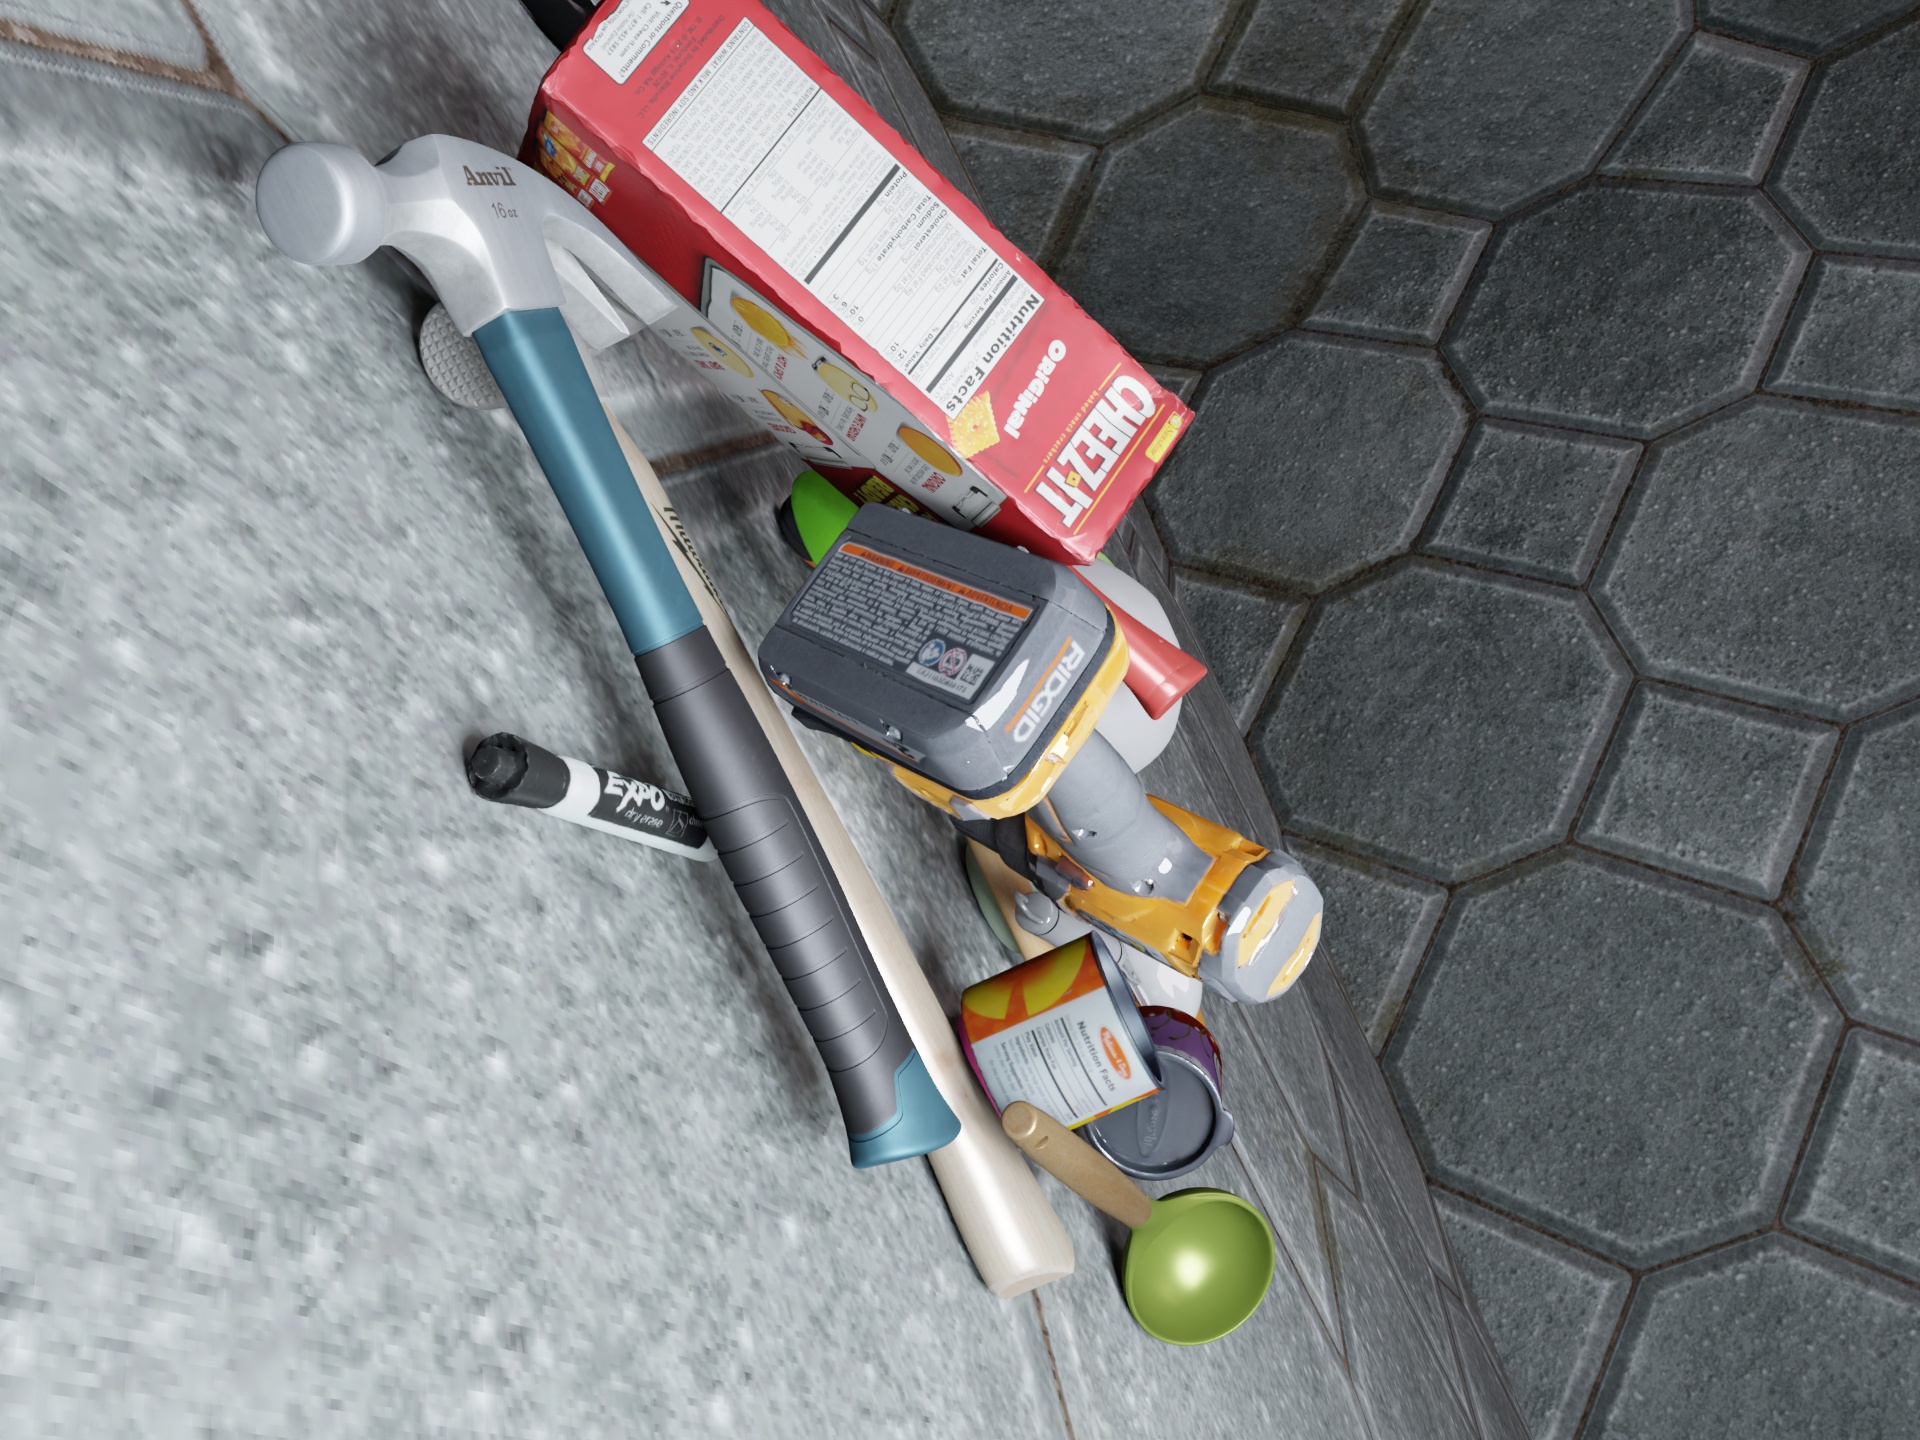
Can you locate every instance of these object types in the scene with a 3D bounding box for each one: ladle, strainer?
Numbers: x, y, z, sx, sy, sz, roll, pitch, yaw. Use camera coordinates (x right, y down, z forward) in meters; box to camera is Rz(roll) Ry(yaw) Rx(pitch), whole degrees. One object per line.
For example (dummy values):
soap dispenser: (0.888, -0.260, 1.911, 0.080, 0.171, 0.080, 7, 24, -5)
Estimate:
ladle: (0.075, 0.206, 0.654, 0.062, 0.078, 0.319, 44, -5, 31)
strainer: (0.080, 0.121, 0.814, 0.258, 0.050, 0.087, 37, 24, -59)
strainer: (0.058, -0.046, 0.852, 0.256, 0.069, 0.151, 38, 63, -50)

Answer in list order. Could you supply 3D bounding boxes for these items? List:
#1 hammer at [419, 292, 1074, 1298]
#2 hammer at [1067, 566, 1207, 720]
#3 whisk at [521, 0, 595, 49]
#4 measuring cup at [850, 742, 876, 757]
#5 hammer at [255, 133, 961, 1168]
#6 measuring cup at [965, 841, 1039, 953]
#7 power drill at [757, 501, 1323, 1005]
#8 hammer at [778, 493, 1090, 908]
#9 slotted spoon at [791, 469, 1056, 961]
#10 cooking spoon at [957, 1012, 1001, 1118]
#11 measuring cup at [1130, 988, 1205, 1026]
hammer: (-0.060, 0.031, 0.593, 0.410, 0.038, 0.146, 63, 12, -9)
hammer: (-0.020, -0.120, 0.731, 0.358, 0.036, 0.149, 38, 16, -24)
whisk: (-0.140, -0.305, 0.867, 0.295, 0.073, 0.073, 39, 28, -48)
measuring cup: (-0.037, -0.047, 0.780, 0.062, 0.029, 0.157, 53, 29, -42)
hammer: (-0.081, -0.011, 0.471, 0.331, 0.033, 0.128, 66, 25, -9)
measuring cup: (0.009, 0.049, 0.831, 0.167, 0.038, 0.083, 60, 14, -13)
power drill: (0.021, 0.015, 0.606, 0.185, 0.084, 0.226, 25, -14, 44)
hammer: (-0.001, -0.003, 0.889, 0.336, 0.034, 0.127, 55, 17, -36)
slotted spoon: (0.000, 0.023, 0.747, 0.313, 0.031, 0.070, 66, 25, -24)
cooking spoon: (0.061, 0.194, 0.805, 0.318, 0.017, 0.069, 39, 27, -61)
measuring cup: (0.135, 0.198, 1.006, 0.173, 0.052, 0.095, 48, 21, -46)
